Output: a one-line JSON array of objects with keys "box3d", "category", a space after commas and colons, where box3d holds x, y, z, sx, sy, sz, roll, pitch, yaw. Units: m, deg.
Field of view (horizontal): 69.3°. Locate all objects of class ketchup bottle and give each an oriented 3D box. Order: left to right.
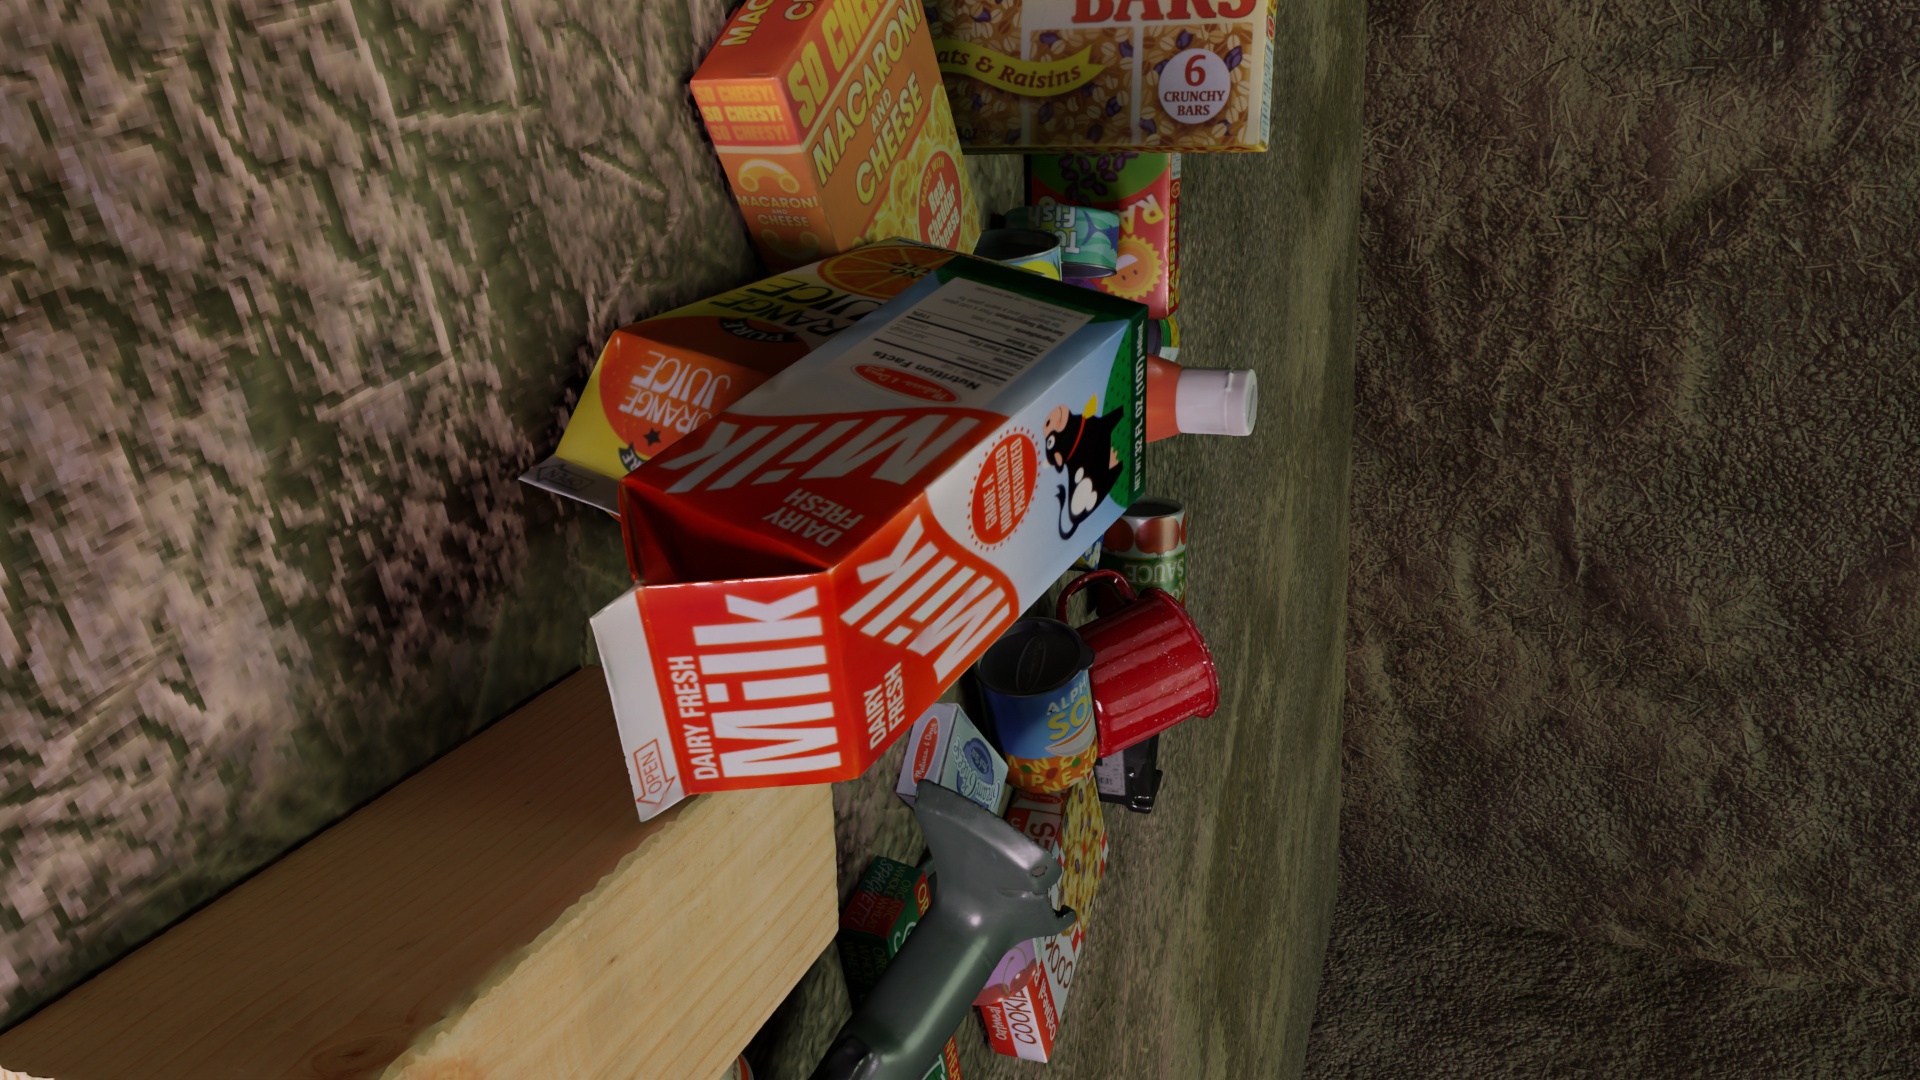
[{"box3d": [0.087, -0.080, 0.772, 0.043, 0.149, 0.065, 61, 40, -54], "category": "ketchup bottle"}]

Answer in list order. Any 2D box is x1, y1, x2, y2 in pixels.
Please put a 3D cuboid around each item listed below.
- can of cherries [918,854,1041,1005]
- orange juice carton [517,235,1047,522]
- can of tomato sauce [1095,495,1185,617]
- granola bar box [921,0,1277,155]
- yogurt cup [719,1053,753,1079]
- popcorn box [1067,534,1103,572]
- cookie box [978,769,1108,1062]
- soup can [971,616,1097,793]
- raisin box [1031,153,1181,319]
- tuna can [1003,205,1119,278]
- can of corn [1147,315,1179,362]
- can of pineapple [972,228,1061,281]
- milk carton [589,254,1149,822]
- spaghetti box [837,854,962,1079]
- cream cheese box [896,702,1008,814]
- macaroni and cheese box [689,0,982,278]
[{"box3d": [0.006, 0.207, 0.750, 0.072, 0.071, 0.058, -61, 149, -47], "category": "can of cherries"}, {"box3d": [-0.051, -0.044, 0.474, 0.193, 0.072, 0.072, -33, 135, -48], "category": "orange juice carton"}, {"box3d": [0.134, 0.015, 1.025, 0.071, 0.071, 0.082, -35, 127, -63], "category": "can of tomato sauce"}, {"box3d": [0.062, -0.244, 0.645, 0.039, 0.165, 0.124, -27, 120, -68], "category": "granola bar box"}, {"box3d": [-0.107, 0.171, 0.449, 0.073, 0.072, 0.053, -55, 136, -52], "category": "yogurt cup"}, {"box3d": [0.061, -0.040, 0.866, 0.126, 0.038, 0.085, 46, 51, -63], "category": "popcorn box"}, {"box3d": [0.052, 0.231, 0.904, 0.168, 0.040, 0.122, -65, 151, -43], "category": "cookie box"}, {"box3d": [0.048, 0.098, 0.817, 0.072, 0.071, 0.083, -62, 149, -46], "category": "soup can"}, {"box3d": [0.086, -0.196, 0.829, 0.040, 0.086, 0.123, -45, 136, -66], "category": "raisin box"}, {"box3d": [0.056, -0.168, 0.783, 0.071, 0.071, 0.033, -7, 100, -69], "category": "tuna can"}, {"box3d": [0.108, -0.136, 0.930, 0.058, 0.071, 0.071, -17, 110, -68], "category": "can of corn"}, {"box3d": [0.017, -0.121, 0.699, 0.071, 0.071, 0.057, -50, 140, -56], "category": "can of pineapple"}, {"box3d": [-0.025, -0.005, 0.389, 0.191, 0.073, 0.072, -41, 141, -39], "category": "milk carton"}, {"box3d": [-0.024, 0.275, 0.731, 0.050, 0.029, 0.248, -55, 144, -52], "category": "spaghetti box"}, {"box3d": [-0.002, 0.130, 0.761, 0.103, 0.024, 0.053, 58, 42, -57], "category": "cream cheese box"}, {"box3d": [-0.043, -0.152, 0.568, 0.165, 0.040, 0.124, 70, 33, -49], "category": "macaroni and cheese box"}]
